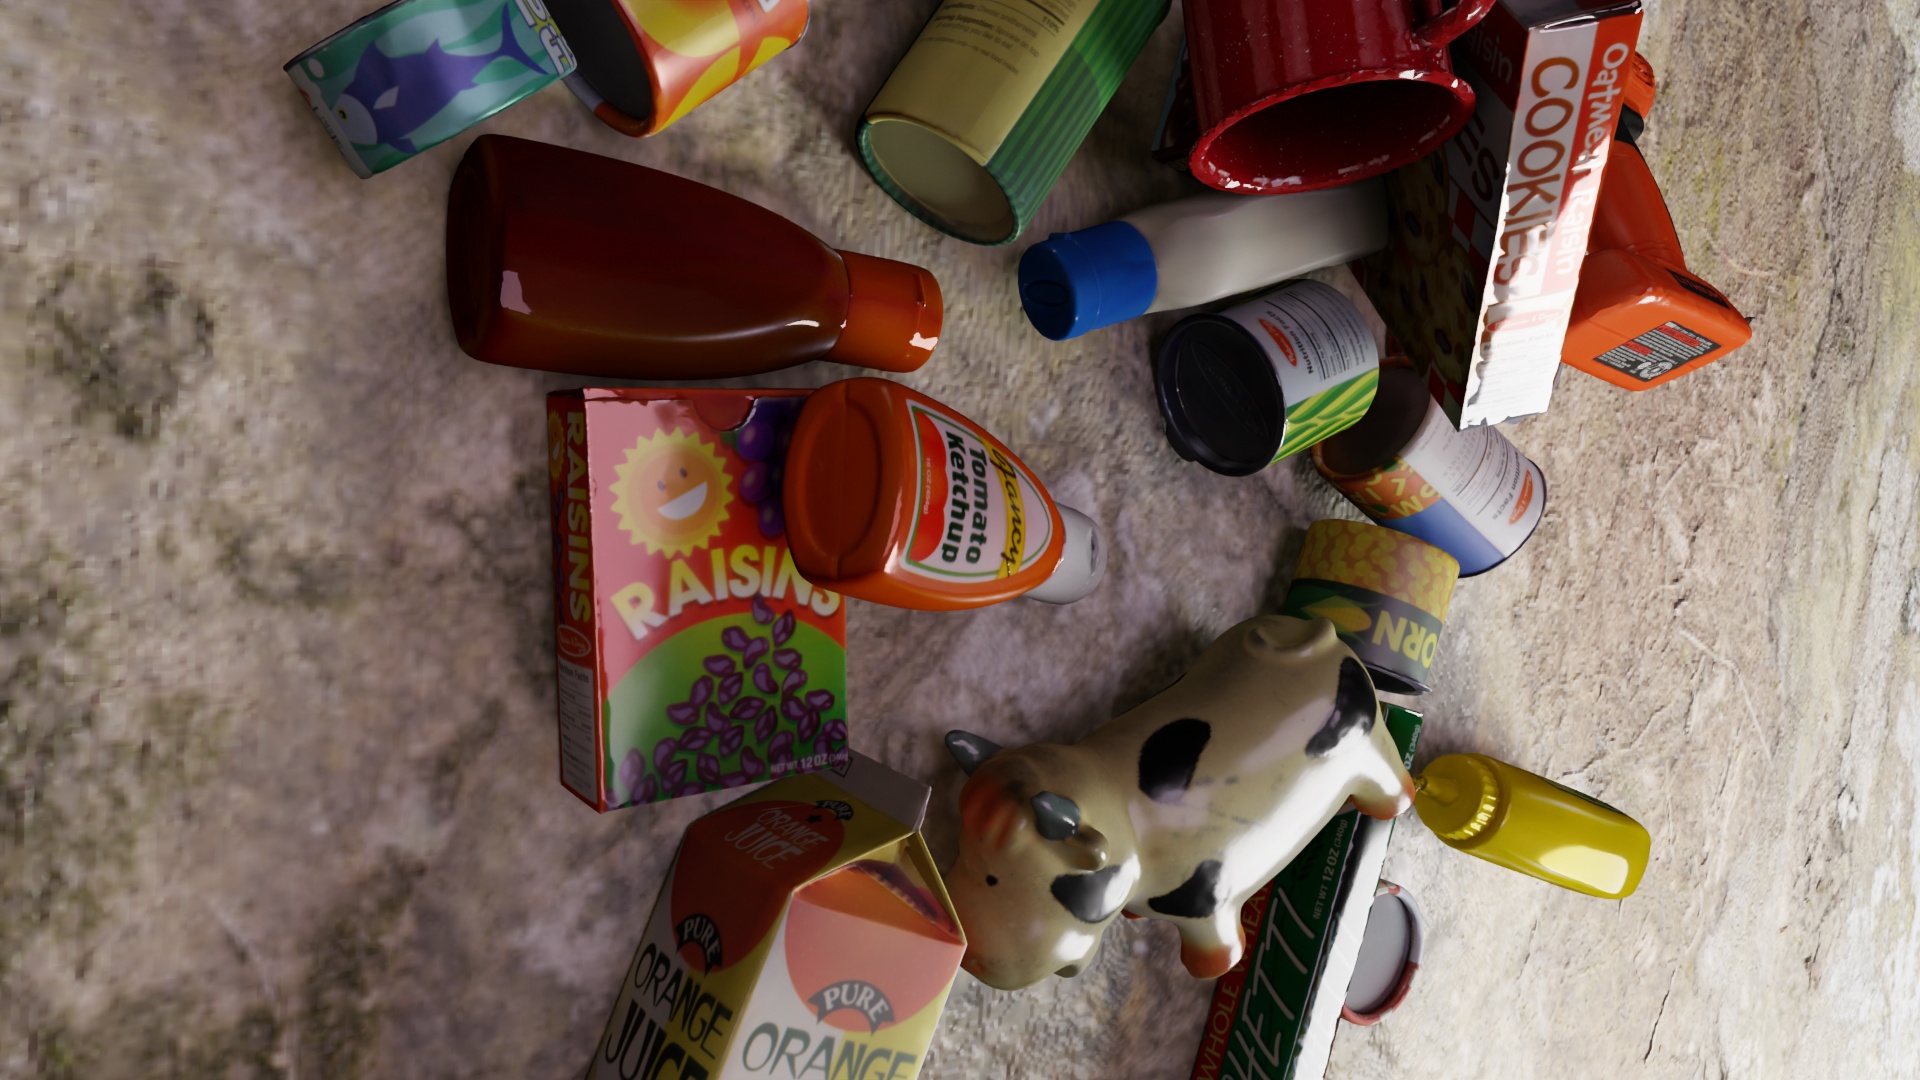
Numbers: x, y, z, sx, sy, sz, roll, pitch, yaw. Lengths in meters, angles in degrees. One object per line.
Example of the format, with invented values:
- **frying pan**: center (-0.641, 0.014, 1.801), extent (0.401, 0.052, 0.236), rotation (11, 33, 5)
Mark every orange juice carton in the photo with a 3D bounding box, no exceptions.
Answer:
- **orange juice carton**: center (-0.063, 0.160, 0.440), extent (0.073, 0.072, 0.193), rotation (27, 80, -34)

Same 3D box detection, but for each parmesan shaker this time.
- **parmesan shaker**: center (0.016, -0.159, 0.468), extent (0.071, 0.071, 0.103), rotation (41, 73, -31)

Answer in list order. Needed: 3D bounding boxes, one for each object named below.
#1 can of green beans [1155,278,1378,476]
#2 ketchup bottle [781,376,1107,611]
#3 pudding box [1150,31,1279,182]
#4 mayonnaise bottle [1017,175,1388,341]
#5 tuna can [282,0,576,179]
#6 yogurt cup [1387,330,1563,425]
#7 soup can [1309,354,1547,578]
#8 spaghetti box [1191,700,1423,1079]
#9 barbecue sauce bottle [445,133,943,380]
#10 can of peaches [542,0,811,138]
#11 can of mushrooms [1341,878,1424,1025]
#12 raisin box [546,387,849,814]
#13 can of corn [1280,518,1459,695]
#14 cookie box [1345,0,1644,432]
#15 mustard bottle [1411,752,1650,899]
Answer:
- **can of green beans**: center (0.121, -0.065, 0.549), extent (0.058, 0.071, 0.071), rotation (-24, 108, -32)
- **ketchup bottle**: center (0.002, -0.006, 0.457), extent (0.149, 0.043, 0.065), rotation (18, 71, -59)
- **pudding box**: center (0.109, -0.184, 0.537), extent (0.030, 0.049, 0.084), rotation (20, 83, -33)
- **mayonnaise bottle**: center (0.091, -0.111, 0.528), extent (0.148, 0.065, 0.041), rotation (-21, 111, -27)
- **tuna can**: center (-0.134, -0.125, 0.362), extent (0.071, 0.071, 0.032), rotation (-40, 118, -25)
- **yogurt cup**: center (0.233, -0.091, 0.632), extent (0.072, 0.054, 0.072), rotation (-4, 97, -35)
- **soup can**: center (0.202, -0.032, 0.610), extent (0.083, 0.071, 0.071), rotation (35, 75, -28)
- **spaghetti box**: center (0.141, 0.187, 0.599), extent (0.028, 0.050, 0.250), rotation (21, 83, -33)
- **barbecue sauce bottle**: center (-0.075, -0.077, 0.421), extent (0.149, 0.043, 0.065), rotation (3, 67, -37)
- **can of peaches**: center (-0.085, -0.157, 0.392), extent (0.058, 0.071, 0.071), rotation (-42, 117, -23)
- **can of mushrooms**: center (0.178, 0.186, 0.635), extent (0.071, 0.033, 0.071), rotation (-5, 98, -35)
- **raisin box**: center (-0.080, 0.014, 0.432), extent (0.086, 0.040, 0.123), rotation (-4, 97, -34)
- **can of corn**: center (0.175, 0.029, 0.594), extent (0.071, 0.071, 0.058), rotation (26, 80, -34)
- **cookie box**: center (0.188, -0.144, 0.515), extent (0.040, 0.123, 0.166), rotation (-12, 136, -2)
- **mustard bottle**: center (0.269, 0.135, 0.677), extent (0.160, 0.065, 0.049), rotation (22, 86, -31)
